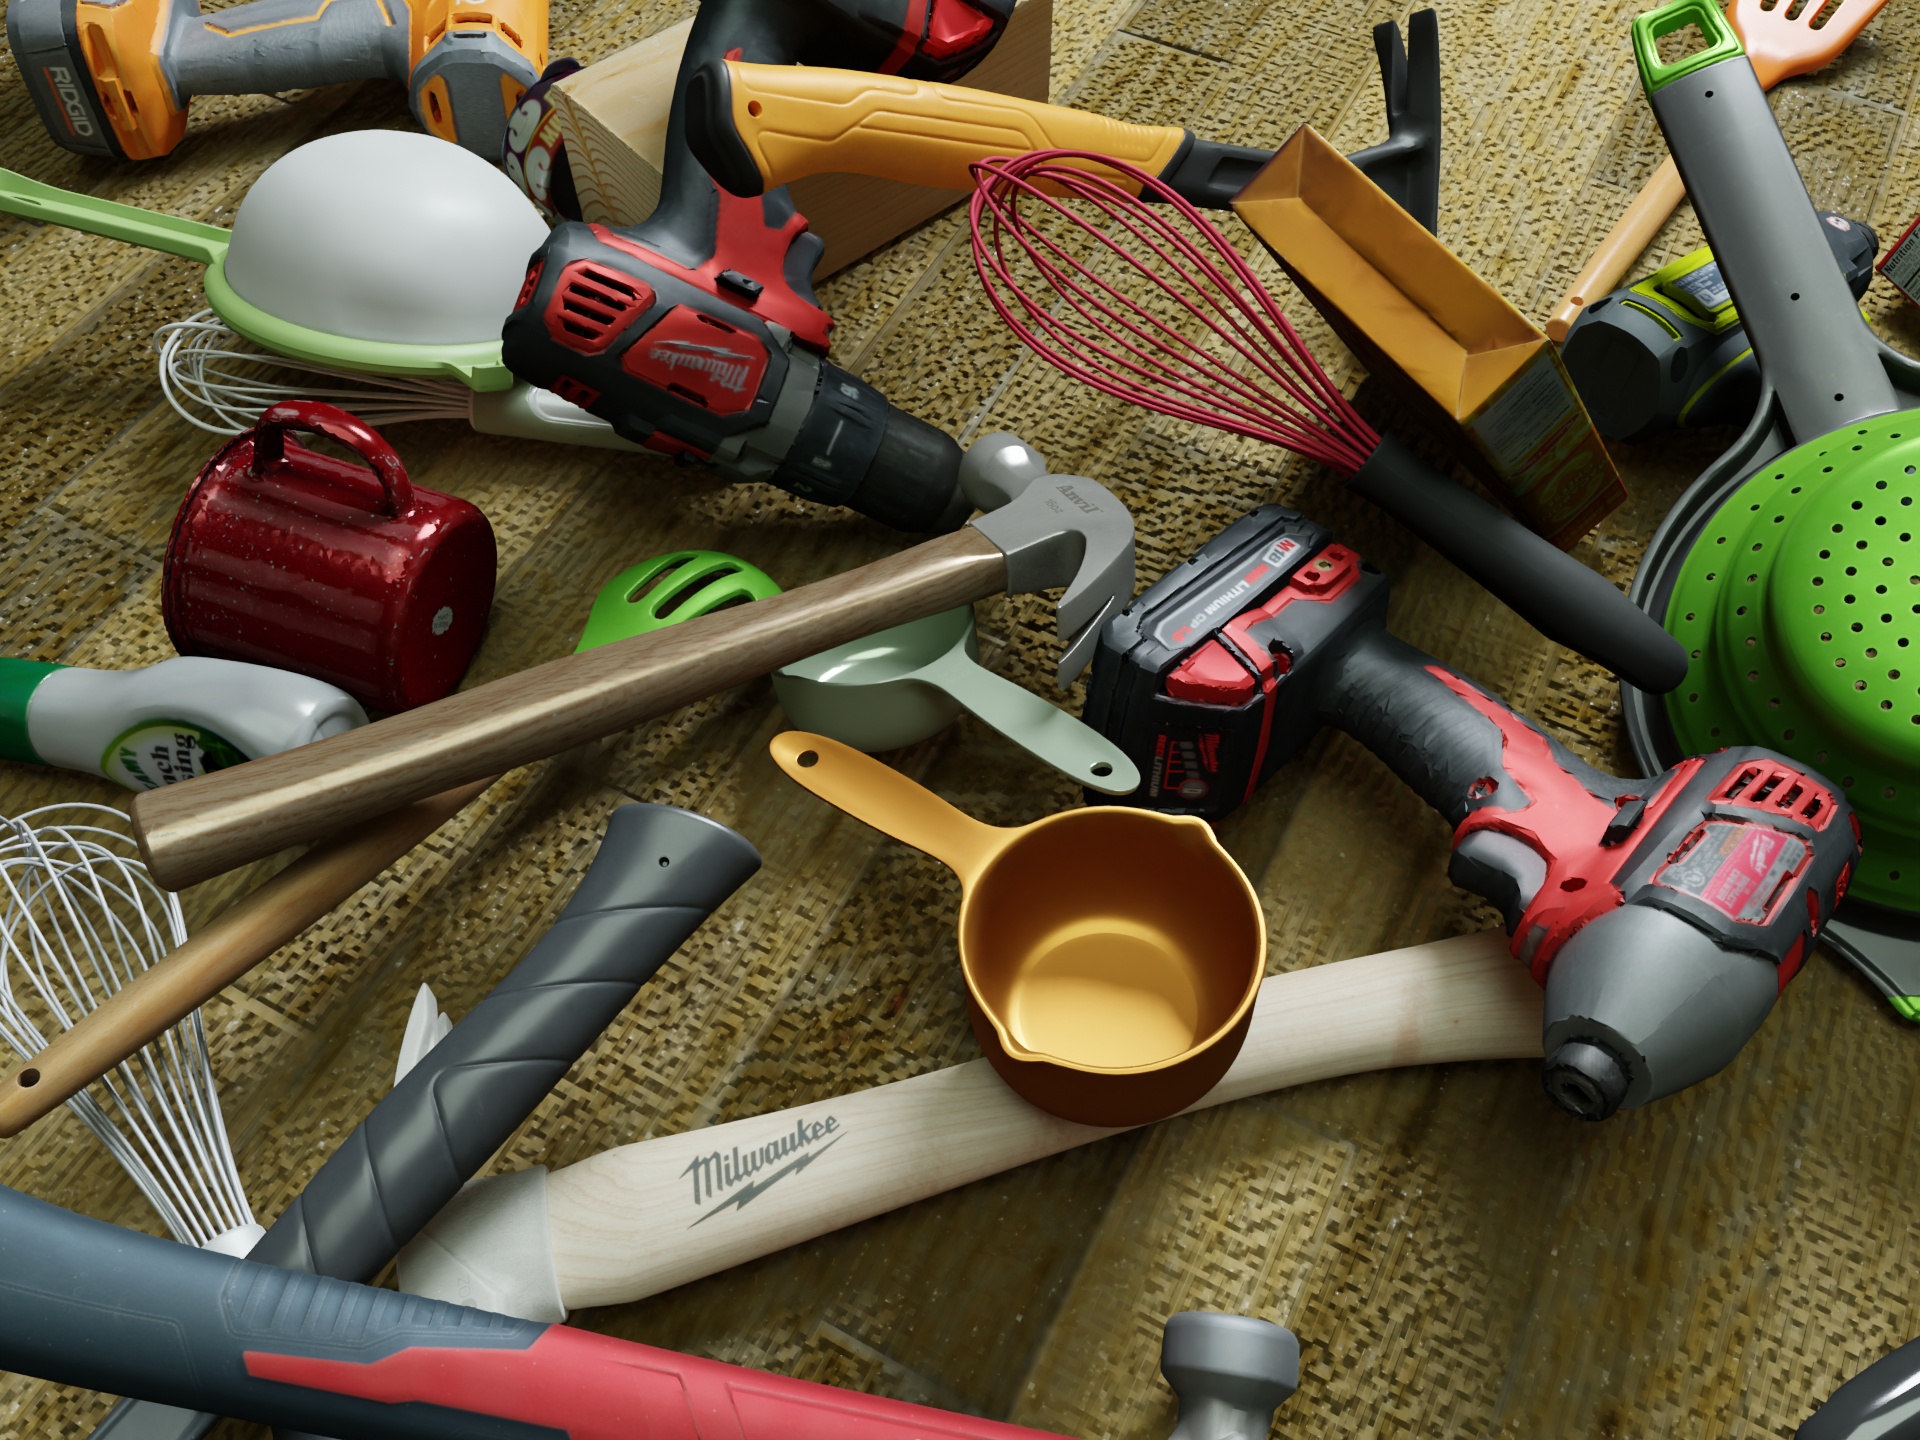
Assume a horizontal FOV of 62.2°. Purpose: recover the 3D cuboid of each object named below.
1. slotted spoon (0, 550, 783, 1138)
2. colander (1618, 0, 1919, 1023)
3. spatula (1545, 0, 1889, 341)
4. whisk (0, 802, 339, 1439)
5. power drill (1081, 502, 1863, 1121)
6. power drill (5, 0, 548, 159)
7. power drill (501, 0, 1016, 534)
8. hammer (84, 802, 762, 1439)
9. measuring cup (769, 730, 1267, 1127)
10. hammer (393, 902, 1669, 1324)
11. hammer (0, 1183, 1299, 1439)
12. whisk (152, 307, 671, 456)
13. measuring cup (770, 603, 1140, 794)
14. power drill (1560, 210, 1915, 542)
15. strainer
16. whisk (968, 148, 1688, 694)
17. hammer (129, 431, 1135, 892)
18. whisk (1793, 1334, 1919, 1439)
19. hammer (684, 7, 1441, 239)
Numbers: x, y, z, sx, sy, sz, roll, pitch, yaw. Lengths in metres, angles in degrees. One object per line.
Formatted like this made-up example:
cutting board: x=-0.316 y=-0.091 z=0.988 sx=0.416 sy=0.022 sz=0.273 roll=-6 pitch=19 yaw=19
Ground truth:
slotted spoon: x=-0.169 y=0.024 z=0.522 sx=0.070 sy=0.031 sz=0.314 roll=34 pitch=53 yaw=19
colander: x=0.302 y=-0.104 z=0.531 sx=0.204 sy=0.094 sz=0.397 roll=-19 pitch=70 yaw=20
spatula: x=0.356 y=-0.284 z=0.756 sx=0.081 sy=0.041 sz=0.323 roll=32 pitch=63 yaw=18
whisk: x=-0.230 y=0.136 z=0.472 sx=0.070 sy=0.070 sz=0.285 roll=-31 pitch=67 yaw=-19
power drill: x=0.151 y=0.027 z=0.502 sx=0.220 sy=0.078 sz=0.143 roll=32 pitch=51 yaw=27
power drill: x=-0.314 y=-0.343 z=0.766 sx=0.226 sy=0.084 sz=0.164 roll=-3 pitch=57 yaw=-8
power drill: x=-0.050 y=-0.194 z=0.608 sx=0.187 sy=0.080 sz=0.227 roll=22 pitch=82 yaw=-22
hammer: x=-0.196 y=0.177 z=0.410 sx=0.149 sy=0.036 sz=0.409 roll=38 pitch=69 yaw=10
measuring cup: x=0.011 y=0.057 z=0.487 sx=0.174 sy=0.052 sz=0.095 roll=29 pitch=59 yaw=26
hammer: x=0.032 y=0.108 z=0.502 sx=0.410 sy=0.038 sz=0.146 roll=-13 pitch=57 yaw=-9
hammer: x=-0.099 y=0.182 z=0.384 sx=0.386 sy=0.038 sz=0.143 roll=17 pitch=61 yaw=-10
whisk: x=-0.204 y=-0.132 z=0.649 sx=0.246 sy=0.059 sz=0.058 roll=7 pitch=71 yaw=-1
measuring cup: x=-0.001 y=-0.002 z=0.543 sx=0.083 sy=0.038 sz=0.168 roll=-32 pitch=44 yaw=-29
power drill: x=0.377 y=-0.120 z=0.629 sx=0.171 sy=0.080 sz=0.223 roll=-28 pitch=59 yaw=-23
strainer: x=-0.277 y=-0.211 z=0.641 sx=0.256 sy=0.069 sz=0.152 roll=13 pitch=34 yaw=-2
whisk: x=0.121 y=-0.099 z=0.537 sx=0.296 sy=0.073 sz=0.073 roll=36 pitch=62 yaw=2
hammer: x=-0.091 y=-0.017 z=0.515 sx=0.331 sy=0.031 sz=0.130 roll=-21 pitch=37 yaw=-19
whisk: x=0.343 y=0.163 z=0.466 sx=0.239 sy=0.055 sz=0.055 roll=-24 pitch=60 yaw=-10
hammer: x=0.056 y=-0.221 z=0.603 sx=0.336 sy=0.127 sz=0.034 roll=-6 pitch=12 yaw=-31
